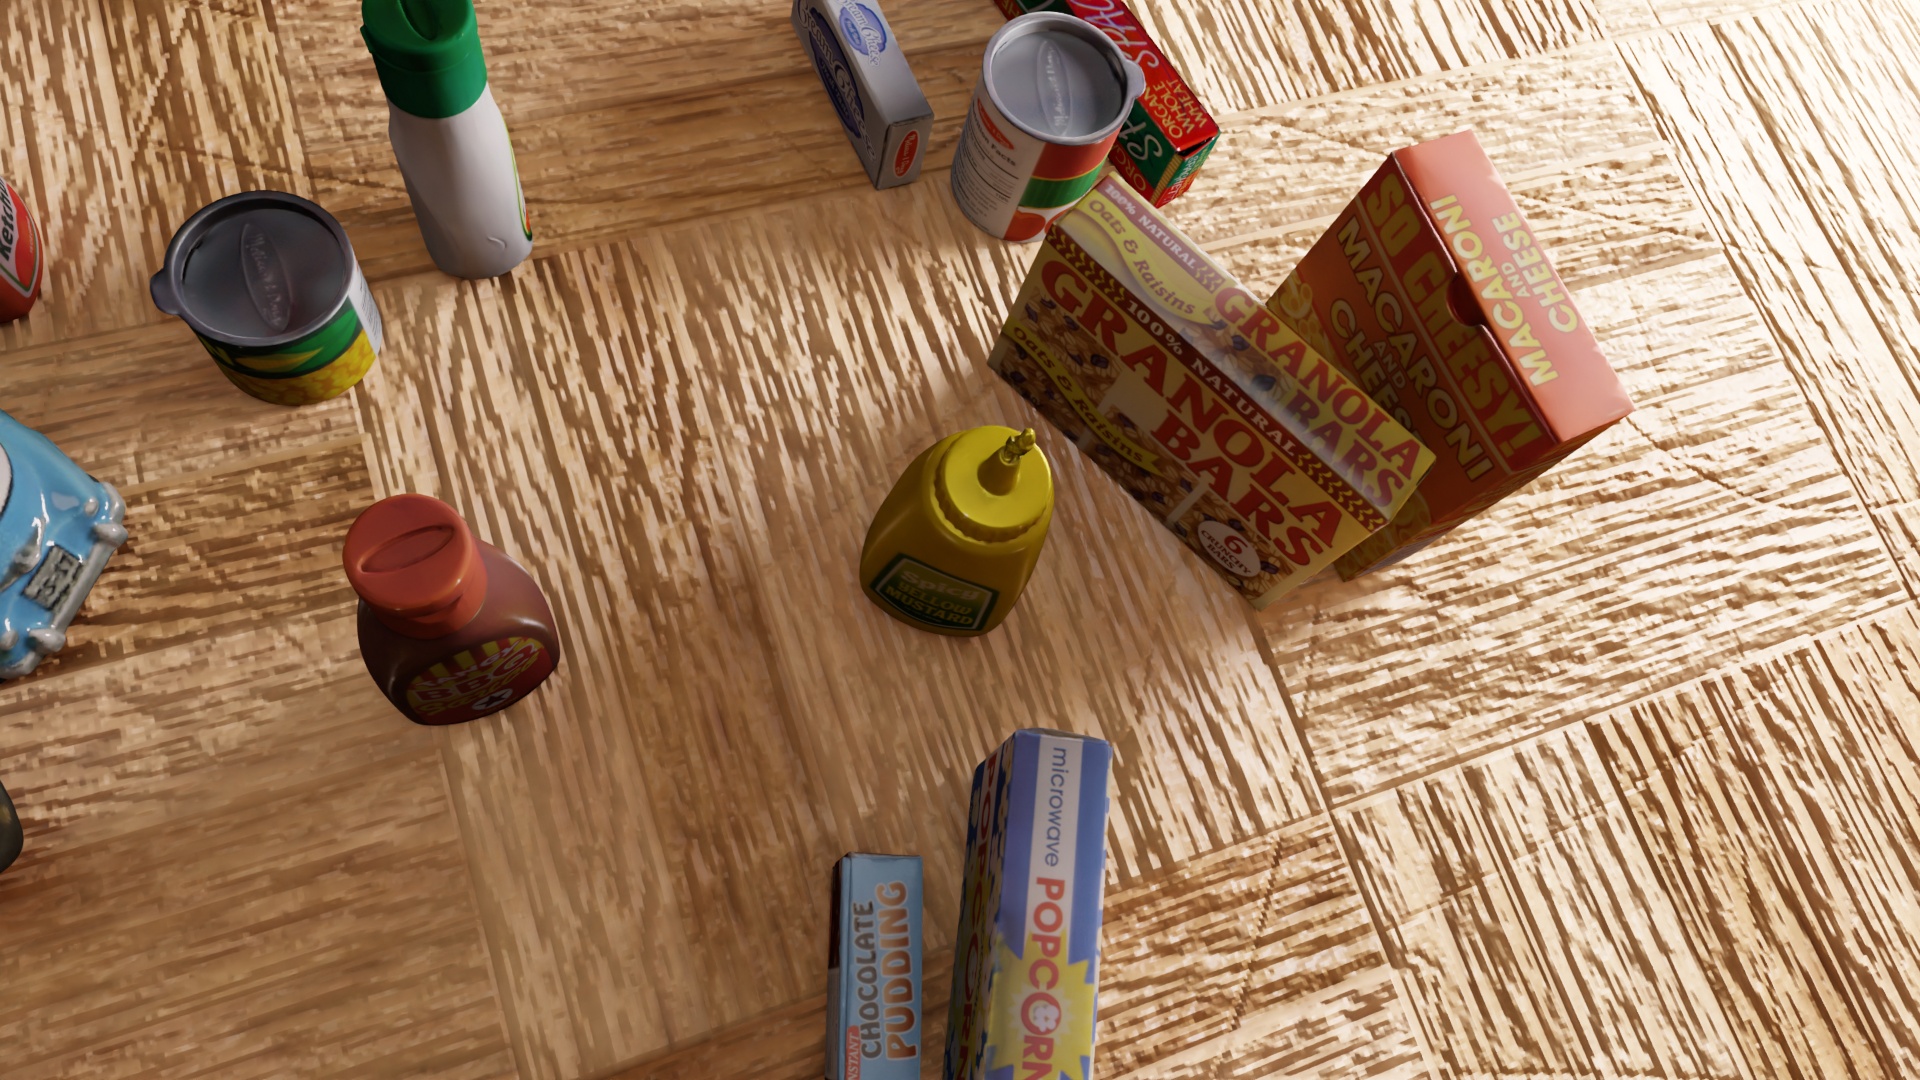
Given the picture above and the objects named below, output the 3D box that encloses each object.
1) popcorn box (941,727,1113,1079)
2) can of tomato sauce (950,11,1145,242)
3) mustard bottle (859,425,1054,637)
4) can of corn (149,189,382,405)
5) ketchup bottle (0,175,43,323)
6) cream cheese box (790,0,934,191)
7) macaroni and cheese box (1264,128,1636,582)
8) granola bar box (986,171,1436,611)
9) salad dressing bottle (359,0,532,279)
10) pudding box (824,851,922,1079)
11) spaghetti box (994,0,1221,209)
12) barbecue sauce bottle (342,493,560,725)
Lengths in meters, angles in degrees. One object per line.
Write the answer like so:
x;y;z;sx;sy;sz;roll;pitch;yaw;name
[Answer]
0.024;0.139;0.507;0.038;0.085;0.127;9;70;-8;popcorn box
0.036;-0.183;0.623;0.071;0.082;0.071;3;71;-10;can of tomato sauce
0.002;-0.006;0.513;0.065;0.159;0.049;21;69;-4;mustard bottle
-0.269;-0.093;0.545;0.071;0.058;0.071;3;71;-10;can of corn
-0.378;-0.135;0.489;0.043;0.148;0.065;-12;74;-15;ketchup bottle
-0.047;-0.218;0.635;0.024;0.053;0.104;-21;76;-17;cream cheese box
0.179;-0.066;0.566;0.040;0.166;0.124;-20;76;-17;macaroni and cheese box
0.095;-0.055;0.568;0.165;0.123;0.039;43;69;5;granola bar box
-0.195;-0.155;0.533;0.044;0.147;0.064;-22;77;-17;salad dressing bottle
-0.032;0.158;0.508;0.030;0.049;0.084;3;71;-10;pudding box
0.038;-0.271;0.672;0.029;0.050;0.250;-30;79;-19;spaghetti box
-0.175;0.025;0.473;0.065;0.148;0.044;-25;78;-18;barbecue sauce bottle
